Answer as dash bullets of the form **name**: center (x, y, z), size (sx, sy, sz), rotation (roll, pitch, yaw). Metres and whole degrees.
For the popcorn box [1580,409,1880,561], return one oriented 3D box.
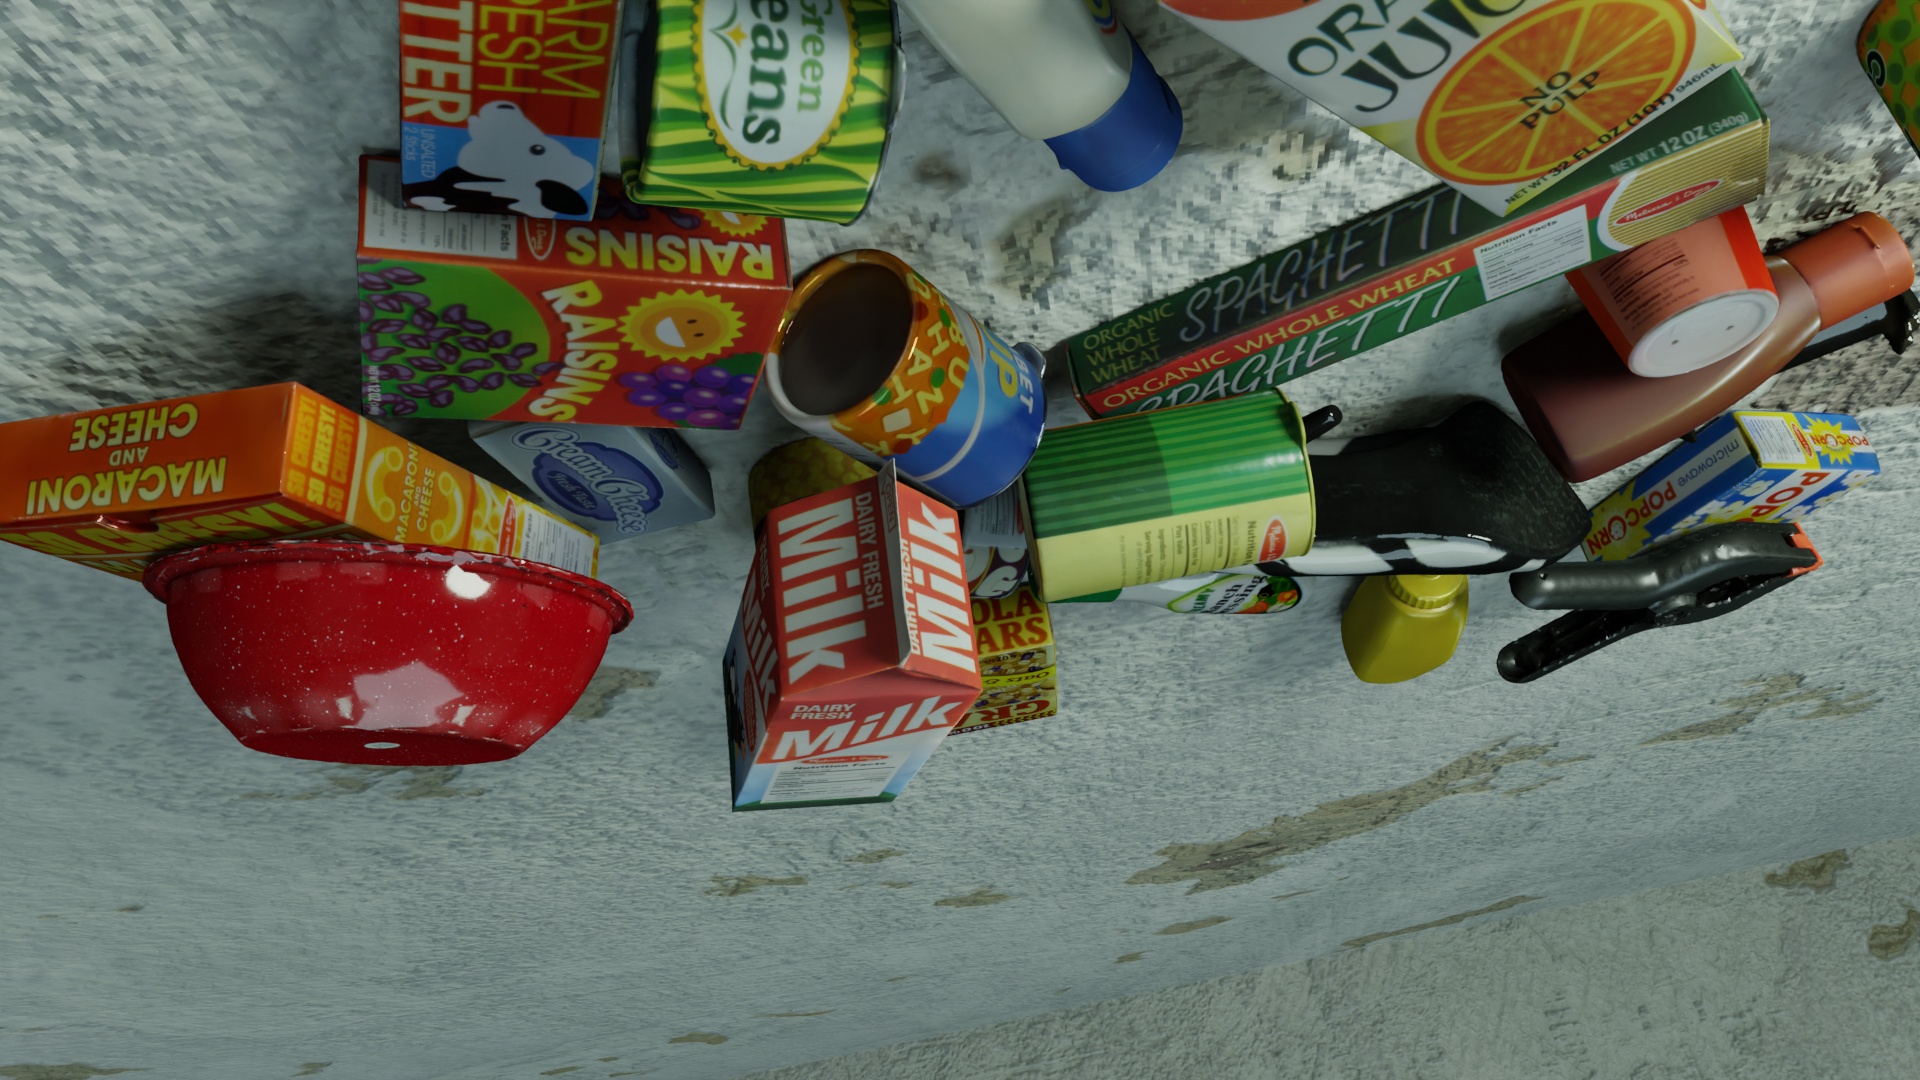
- **popcorn box**: center (0.413, -0.022, 0.756), size (0.085, 0.038, 0.126), rotation (-1, 152, -20)

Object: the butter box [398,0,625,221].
- **butter box**: center (-0.116, -0.125, 0.355), size (0.053, 0.024, 0.103), rotation (-1, 153, -21)

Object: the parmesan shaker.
- **parmesan shaker**: center (0.075, -0.019, 0.529), size (0.103, 0.071, 0.071), rotation (-10, 154, -1)

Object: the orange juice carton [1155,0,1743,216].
- **orange juice carton**: center (0.099, -0.153, 0.328), size (0.193, 0.073, 0.071), rotation (13, 145, -39)

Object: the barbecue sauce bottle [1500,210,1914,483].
- **barbecue sauce bottle**: center (0.305, -0.083, 0.570), size (0.148, 0.065, 0.043), rotation (-28, 150, 14)

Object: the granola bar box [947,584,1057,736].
- **granola bar box**: center (-0.029, 0.079, 0.785), size (0.166, 0.039, 0.123), rotation (-11, 154, -1)

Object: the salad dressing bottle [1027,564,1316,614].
- **salad dressing bottle**: center (0.107, 0.013, 0.701), size (0.148, 0.044, 0.064), rotation (1, 153, -22)

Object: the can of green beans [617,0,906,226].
- **can of green beans**: center (-0.053, -0.116, 0.351), size (0.058, 0.071, 0.071), rotation (1, 151, -22)

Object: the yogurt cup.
- **yogurt cup**: center (0.271, -0.099, 0.529), size (0.072, 0.054, 0.072), rotation (-9, 153, -5)

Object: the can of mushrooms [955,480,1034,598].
- **can of mushrooms**: center (0.002, -0.007, 0.592), size (0.033, 0.071, 0.070), rotation (4, 150, -27)

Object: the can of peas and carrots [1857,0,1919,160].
- **can of peas and carrots**: center (0.332, -0.150, 0.443), size (0.071, 0.059, 0.070), rotation (-9, 154, -4)

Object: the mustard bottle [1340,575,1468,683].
- **mustard bottle**: center (0.262, 0.036, 0.803), size (0.065, 0.049, 0.159), rotation (-11, 153, 0)

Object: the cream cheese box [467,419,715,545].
- **cream cheese box**: center (-0.139, -0.032, 0.533), size (0.053, 0.024, 0.103), rotation (-15, 154, 7)

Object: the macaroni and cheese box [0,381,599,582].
- **macaroni and cheese box**: center (-0.228, -0.002, 0.496), size (0.123, 0.040, 0.166), rotation (-5, 163, 17)

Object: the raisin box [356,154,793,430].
- **raisin box**: center (-0.123, -0.074, 0.440), size (0.123, 0.040, 0.085), rotation (1, 151, -21)

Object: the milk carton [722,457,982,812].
- **milk carton**: center (-0.043, 0.043, 0.528), size (0.073, 0.072, 0.189), rotation (0, 155, -16)

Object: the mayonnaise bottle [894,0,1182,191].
- **mayonnaise bottle**: center (0.013, -0.136, 0.346), size (0.041, 0.065, 0.148), rotation (-27, 154, 21)

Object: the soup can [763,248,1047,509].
- **soup can**: center (-0.016, -0.057, 0.488), size (0.071, 0.071, 0.083), rotation (-24, 151, 24)

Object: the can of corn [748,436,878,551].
- **can of corn**: center (-0.054, -0.005, 0.583), size (0.071, 0.058, 0.071), rotation (-9, 154, -4)

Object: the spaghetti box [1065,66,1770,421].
- **spaghetti box**: center (0.160, -0.098, 0.513), size (0.250, 0.029, 0.050), rotation (-21, 153, 19)
